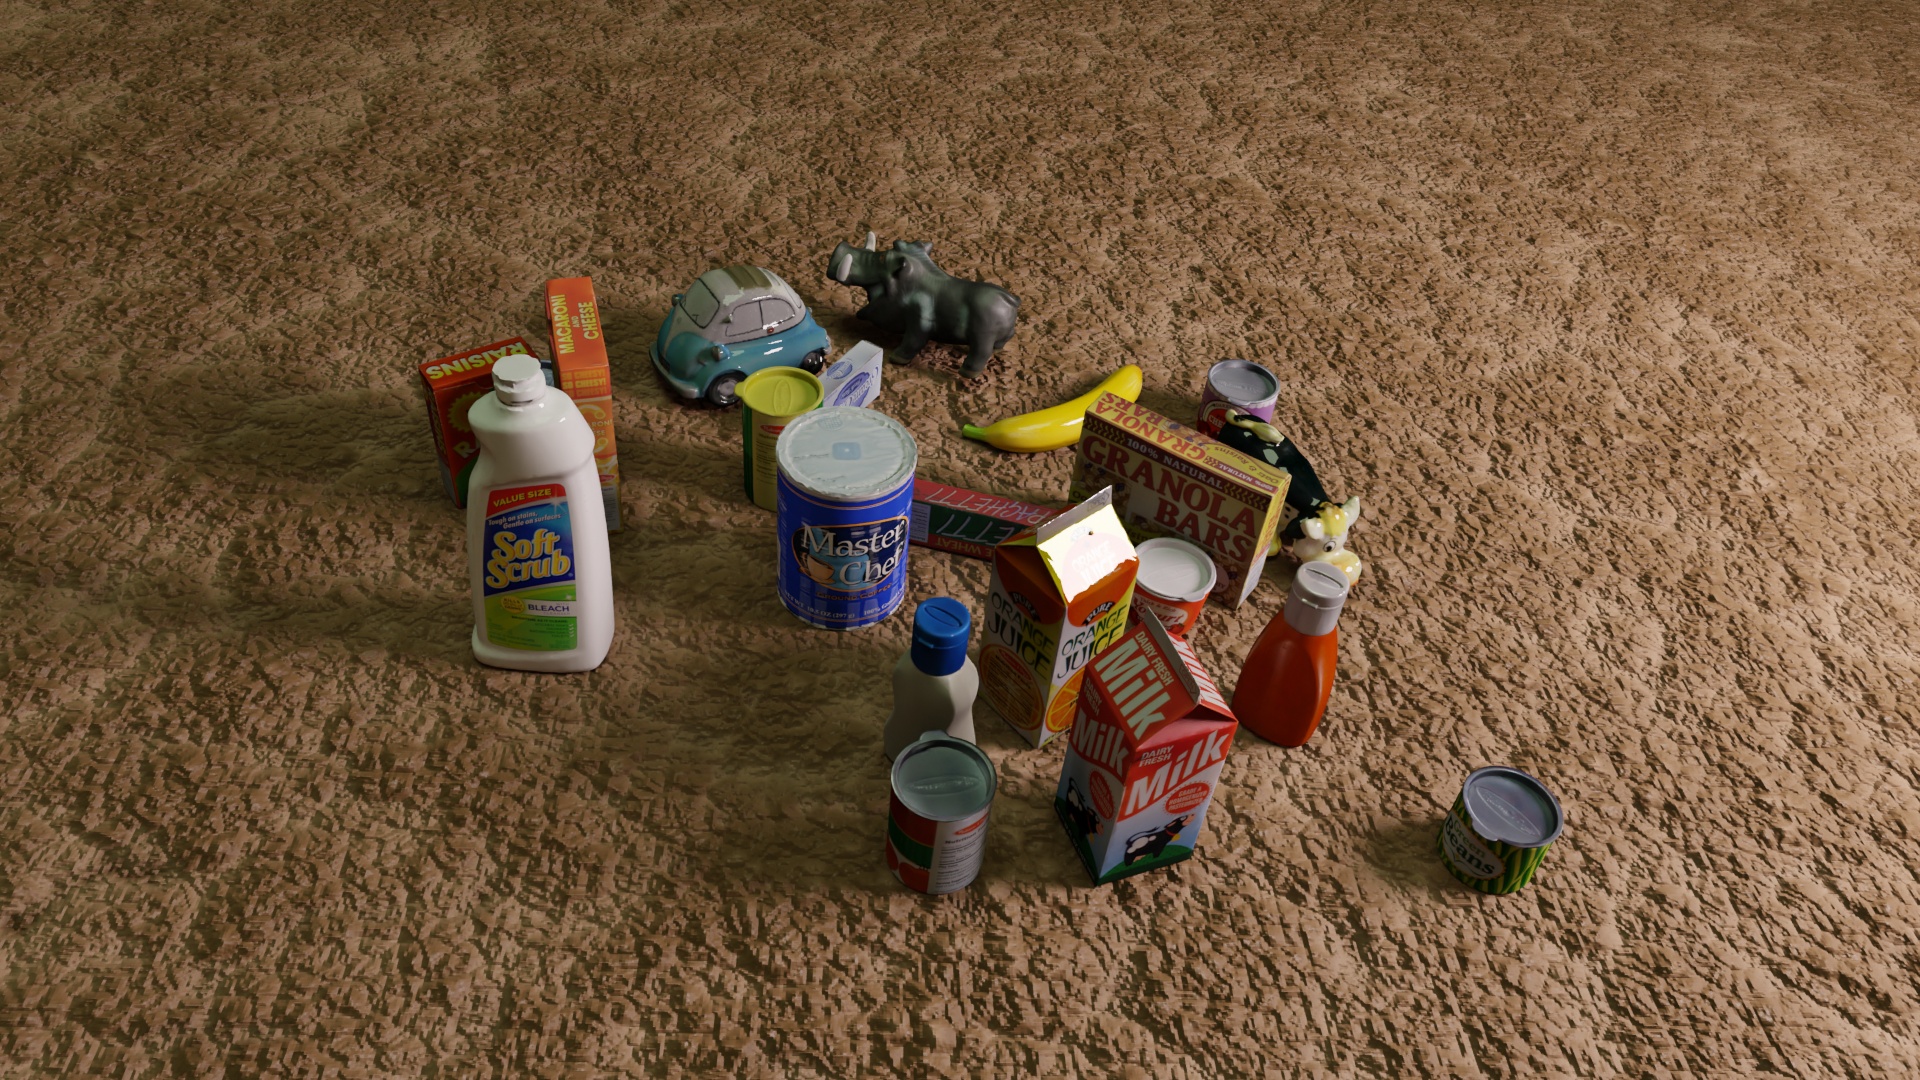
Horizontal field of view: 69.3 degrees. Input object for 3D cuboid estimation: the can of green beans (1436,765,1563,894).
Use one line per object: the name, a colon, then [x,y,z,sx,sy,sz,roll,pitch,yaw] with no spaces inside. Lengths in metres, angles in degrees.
can of green beans: [0.363,0.196,0.938,0.071,0.057,0.071,4,43,-3]

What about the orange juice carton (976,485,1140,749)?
orange juice carton: [0.066,0.048,0.961,0.072,0.191,0.073,-28,53,-32]

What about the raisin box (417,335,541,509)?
raisin box: [-0.375,-0.093,1.107,0.086,0.122,0.040,-22,50,-28]

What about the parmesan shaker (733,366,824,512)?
parmesan shaker: [-0.149,-0.083,1.140,0.071,0.102,0.072,4,43,-3]

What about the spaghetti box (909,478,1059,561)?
spaghetti box: [0.004,-0.014,1.125,0.250,0.049,0.029,13,43,6]

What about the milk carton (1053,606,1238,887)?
milk carton: [0.117,0.130,0.880,0.073,0.189,0.072,-11,46,-19]

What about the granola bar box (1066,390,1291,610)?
granola bar box: [0.168,-0.032,1.111,0.166,0.123,0.039,27,46,21]

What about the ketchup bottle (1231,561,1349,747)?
ketchup bottle: [0.237,0.080,0.981,0.065,0.148,0.044,27,46,21]

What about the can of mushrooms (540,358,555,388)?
can of mushrooms: [-0.370,-0.127,1.210,0.071,0.033,0.071,4,43,-3]

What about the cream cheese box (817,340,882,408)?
cream cheese box: [-0.107,-0.130,1.233,0.024,0.053,0.104,24,45,18]

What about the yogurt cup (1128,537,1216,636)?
yogurt cup: [0.161,0.039,1.085,0.072,0.053,0.073,4,43,-3]

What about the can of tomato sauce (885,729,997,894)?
can of tomato sauce: [-0.015,0.176,0.892,0.071,0.082,0.071,4,43,-3]

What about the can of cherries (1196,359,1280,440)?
can of cherries: [0.252,-0.122,1.268,0.071,0.058,0.072,4,43,-3]

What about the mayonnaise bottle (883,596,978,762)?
mayonnaise bottle: [-0.017,0.101,0.925,0.065,0.147,0.041,27,46,20]

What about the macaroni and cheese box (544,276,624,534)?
macaroni and cheese box: [-0.298,-0.104,1.097,0.040,0.165,0.124,-8,45,-16]
